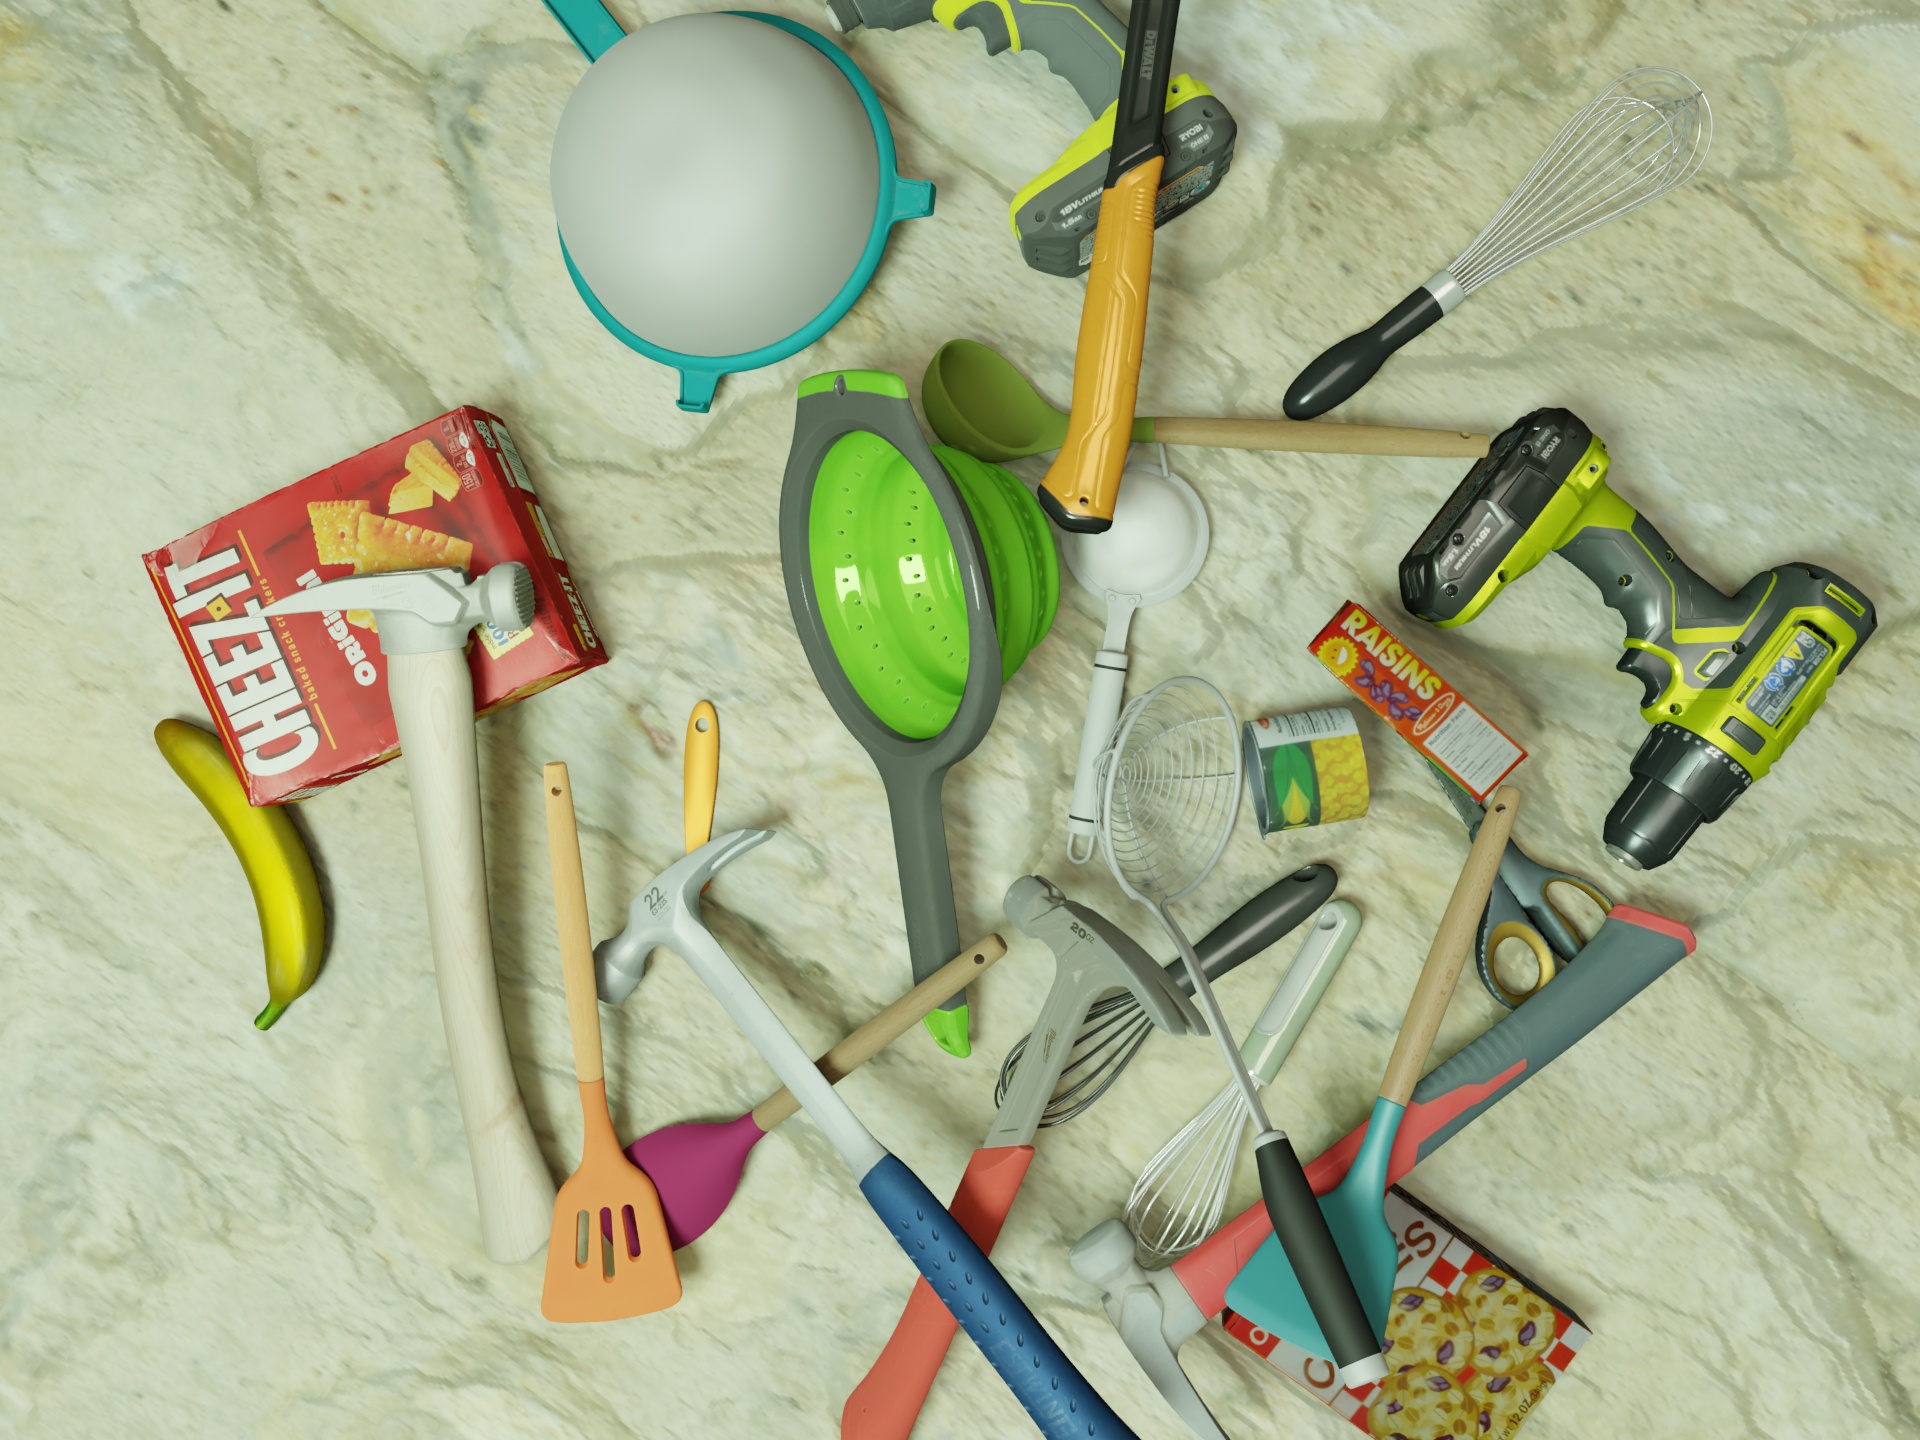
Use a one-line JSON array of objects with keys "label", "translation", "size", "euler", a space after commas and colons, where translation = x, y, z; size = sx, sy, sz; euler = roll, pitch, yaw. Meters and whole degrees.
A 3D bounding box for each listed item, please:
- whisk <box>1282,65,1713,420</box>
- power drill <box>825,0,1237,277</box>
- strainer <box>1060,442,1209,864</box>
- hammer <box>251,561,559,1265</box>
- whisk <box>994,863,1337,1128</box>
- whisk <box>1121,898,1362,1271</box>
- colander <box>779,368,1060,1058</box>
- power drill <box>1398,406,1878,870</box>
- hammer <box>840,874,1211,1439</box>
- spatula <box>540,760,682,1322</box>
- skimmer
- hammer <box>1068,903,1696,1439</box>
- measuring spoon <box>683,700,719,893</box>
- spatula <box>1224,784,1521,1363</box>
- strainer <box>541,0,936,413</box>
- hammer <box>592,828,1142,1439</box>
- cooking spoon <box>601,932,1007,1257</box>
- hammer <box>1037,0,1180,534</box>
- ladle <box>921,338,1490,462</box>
[{"label": "whisk", "translation": [0.301, -0.263, 0.903], "size": [0.284, 0.070, 0.070], "euler": [-38, 88, 8]}, {"label": "power drill", "translation": [0.041, -0.377, 0.907], "size": [0.171, 0.080, 0.223], "euler": [-31, 85, 3]}, {"label": "strainer", "translation": [0.091, -0.042, 0.923], "size": [0.087, 0.050, 0.258], "euler": [9, 94, 2]}, {"label": "hammer", "translation": [-0.293, 0.119, 0.903], "size": [0.146, 0.038, 0.410], "euler": [-4, 102, 2]}, {"label": "whisk", "translation": [0.120, 0.157, 0.919], "size": [0.239, 0.055, 0.055], "euler": [-36, 89, -1]}, {"label": "whisk", "translation": [0.163, 0.210, 0.918], "size": [0.059, 0.058, 0.246], "euler": [32, 87, -33]}, {"label": "colander", "translation": [-0.001, -0.003, 0.900], "size": [0.094, 0.205, 0.397], "euler": [-17, 108, -31]}, {"label": "power drill", "translation": [0.365, -0.046, 0.890], "size": [0.228, 0.080, 0.190], "euler": [37, 92, 0]}, {"label": "hammer", "translation": [0.016, 0.273, 0.877], "size": [0.036, 0.149, 0.359], "euler": [10, 108, -37]}, {"label": "spatula", "translation": [-0.212, 0.183, 0.900], "size": [0.081, 0.041, 0.322], "euler": [-5, 102, -6]}, {"label": "skimmer", "translation": [0.159, 0.150, 0.829], "size": [0.090, 0.127, 0.364], "euler": [-38, 59, 30]}, {"label": "hammer", "translation": [0.256, 0.240, 0.879], "size": [0.386, 0.038, 0.143], "euler": [-35, 87, -4]}, {"label": "measuring spoon", "translation": [-0.157, 0.046, 0.949], "size": [0.021, 0.011, 0.117], "euler": [3, 90, 3]}, {"label": "spatula", "translation": [0.238, 0.177, 0.843], "size": [0.082, 0.044, 0.317], "euler": [18, 79, 31]}, {"label": "strainer", "translation": [-0.186, -0.358, 0.898], "size": [0.211, 0.095, 0.340], "euler": [-39, 84, 10]}, {"label": "hammer", "translation": [-0.049, 0.229, 0.856], "size": [0.144, 0.035, 0.406], "euler": [-49, 67, 13]}, {"label": "cooking spoon", "translation": [-0.097, 0.215, 0.911], "size": [0.319, 0.017, 0.069], "euler": [-39, 88, 17]}, {"label": "hammer", "translation": [0.096, -0.265, 0.841], "size": [0.127, 0.034, 0.337], "euler": [9, 91, 4]}, {"label": "ladle", "translation": [0.137, -0.173, 0.899], "size": [0.320, 0.062, 0.078], "euler": [4, 50, 6]}]
